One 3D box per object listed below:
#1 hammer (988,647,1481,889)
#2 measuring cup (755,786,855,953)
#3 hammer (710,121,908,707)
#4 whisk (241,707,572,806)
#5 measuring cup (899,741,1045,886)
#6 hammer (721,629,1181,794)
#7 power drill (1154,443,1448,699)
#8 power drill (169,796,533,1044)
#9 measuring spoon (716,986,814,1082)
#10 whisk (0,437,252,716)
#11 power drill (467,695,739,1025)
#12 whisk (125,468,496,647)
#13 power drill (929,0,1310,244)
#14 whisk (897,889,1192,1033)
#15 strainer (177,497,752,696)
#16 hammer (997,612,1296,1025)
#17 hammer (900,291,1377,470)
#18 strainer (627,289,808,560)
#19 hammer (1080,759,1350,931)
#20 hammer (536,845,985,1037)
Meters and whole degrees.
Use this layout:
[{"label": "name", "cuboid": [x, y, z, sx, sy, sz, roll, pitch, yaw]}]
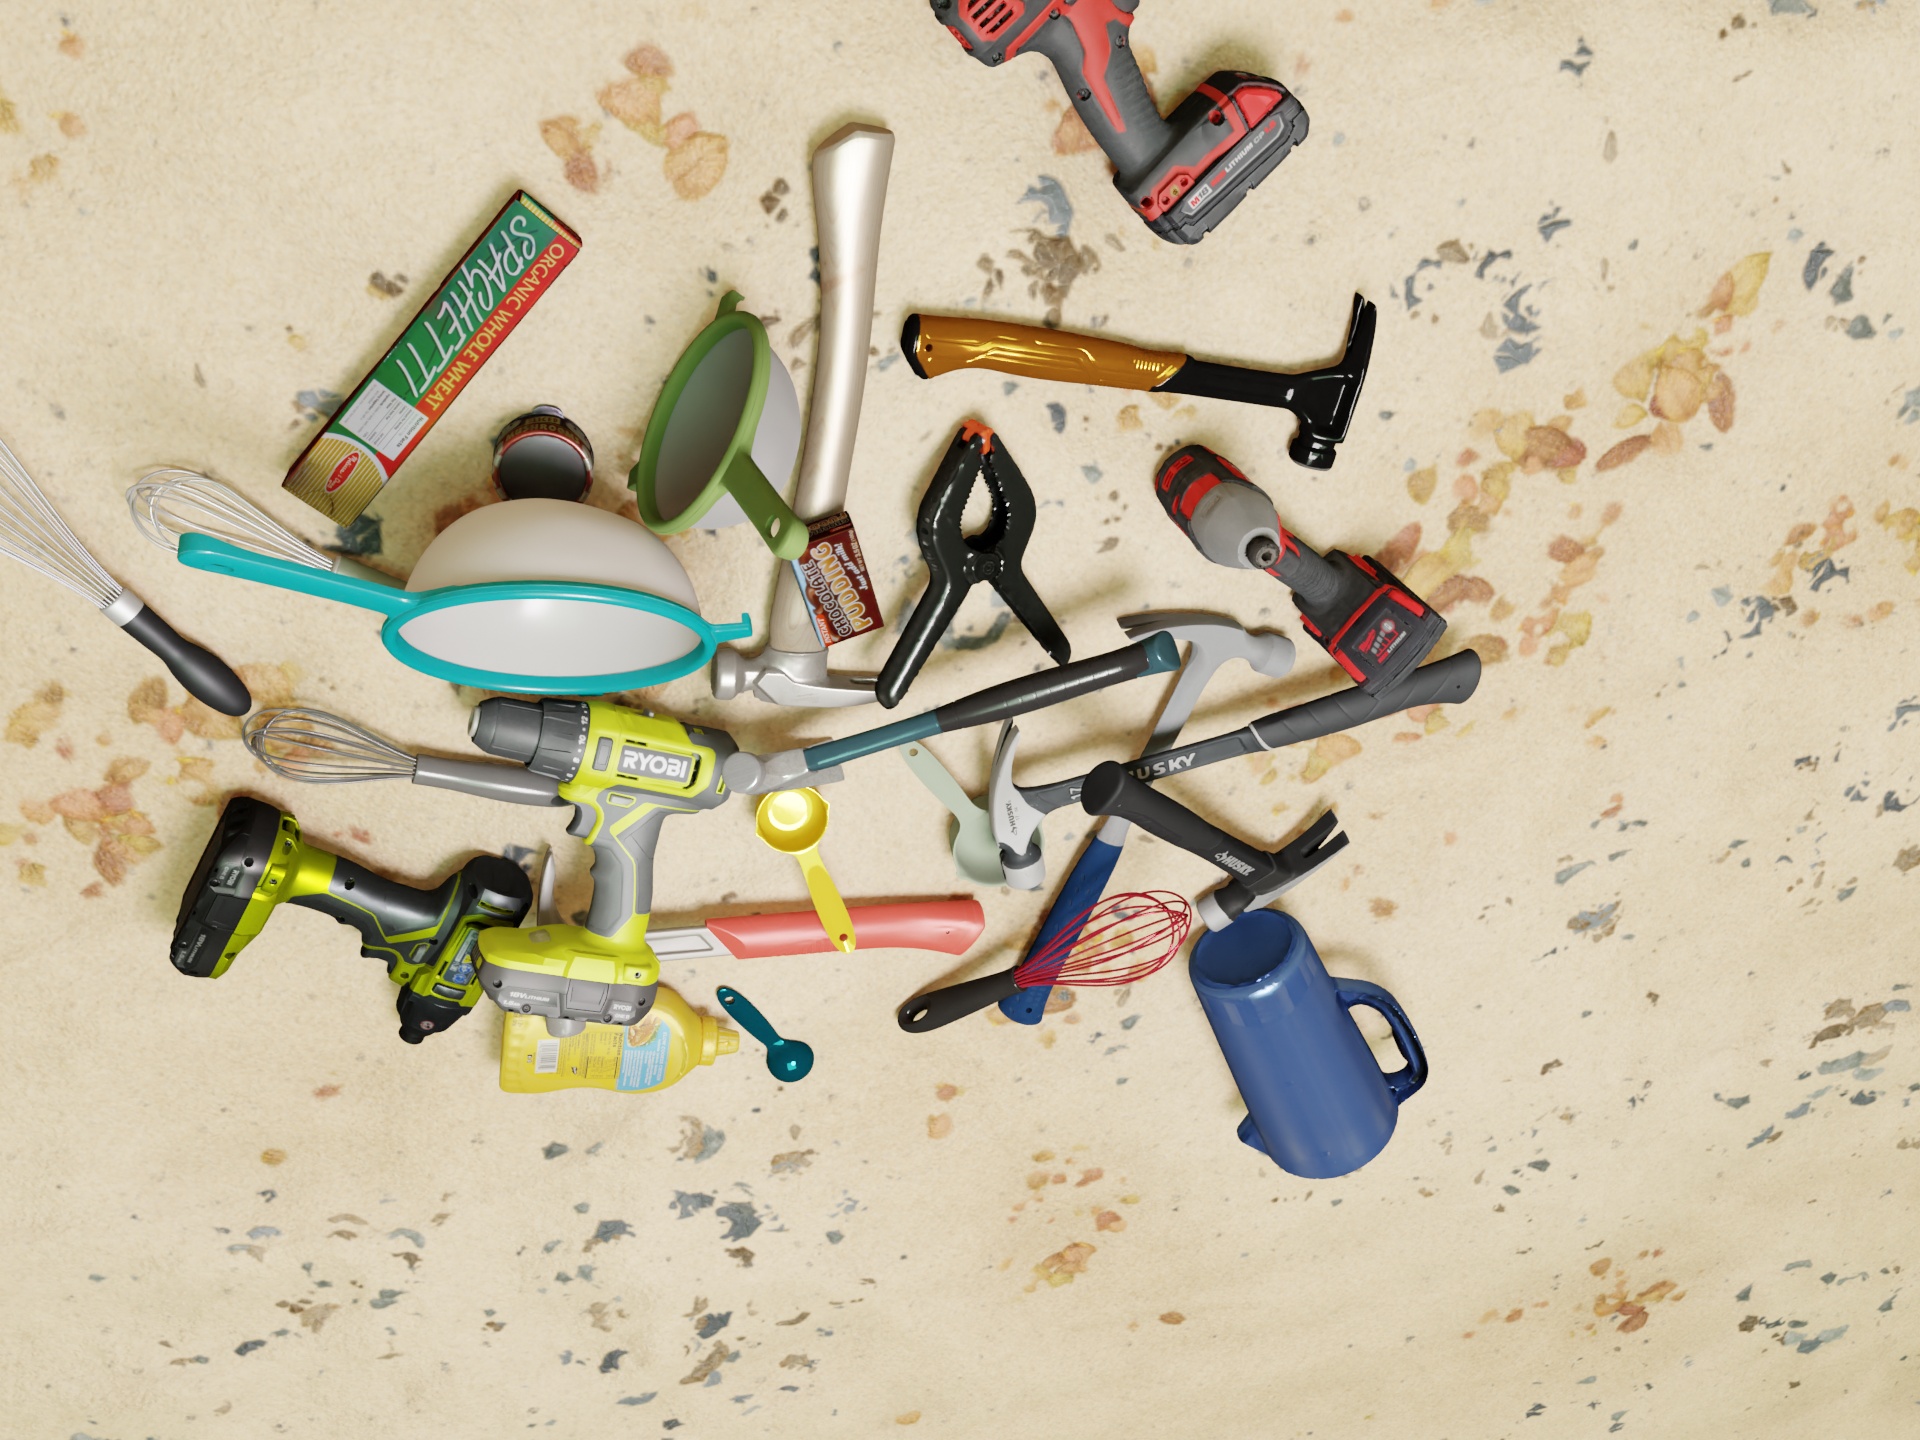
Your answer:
[{"label": "hammer", "cuboid": [0.216, 0.013, 1.249, 0.409, 0.036, 0.149, -17, 124, -6]}, {"label": "measuring cup", "cuboid": [-0.117, 0.116, 1.260, 0.062, 0.029, 0.156, -22, 112, -6]}, {"label": "hammer", "cuboid": [-0.081, -0.193, 1.093, 0.146, 0.038, 0.410, 2, 120, -16]}, {"label": "whisk", "cuboid": [-0.393, 0.032, 1.153, 0.238, 0.055, 0.055, 12, 117, -25]}, {"label": "measuring cup", "cuboid": [0.002, 0.064, 1.271, 0.083, 0.038, 0.167, -36, 118, 9]}, {"label": "hammer", "cuboid": [-0.002, -0.004, 1.155, 0.331, 0.128, 0.033, -17, 85, 7]}, {"label": "power drill", "cuboid": [0.246, -0.110, 1.160, 0.219, 0.143, 0.078, 30, 107, -30]}, {"label": "power drill", "cuboid": [-0.459, 0.157, 1.194, 0.223, 0.080, 0.171, 23, 112, -28]}, {"label": "measuring spoon", "cuboid": [-0.169, 0.273, 1.363, 0.042, 0.021, 0.128, -32, 124, 7]}, {"label": "whisk", "cuboid": [-0.567, -0.096, 1.026, 0.070, 0.070, 0.284, -33, 128, 7]}, {"label": "power drill", "cuboid": [-0.280, 0.096, 1.162, 0.190, 0.080, 0.228, 13, 96, -26]}, {"label": "whisk", "cuboid": [-0.428, -0.102, 1.064, 0.246, 0.058, 0.059, 24, 147, -28]}, {"label": "power drill", "cuboid": [0.116, -0.429, 0.975, 0.188, 0.080, 0.226, -43, 118, 13]}, {"label": "whisk", "cuboid": [0.065, 0.208, 1.320, 0.296, 0.073, 0.073, -26, 126, 28]}, {"label": "strainer", "cuboid": [-0.311, -0.100, 1.001, 0.211, 0.095, 0.340, -17, 159, 42]}, {"label": "hammer", "cuboid": [0.123, 0.088, 1.314, 0.144, 0.035, 0.405, 15, 116, -21]}, {"label": "hammer", "cuboid": [0.125, -0.252, 1.107, 0.336, 0.034, 0.127, 4, 121, -15]}, {"label": "strainer", "cuboid": [-0.123, -0.154, 0.982, 0.069, 0.257, 0.151, 20, 110, -36]}, {"label": "hammer", "cuboid": [0.191, 0.088, 1.246, 0.146, 0.035, 0.334, -35, 147, 18]}, {"label": "hammer", "cuboid": [-0.156, 0.164, 1.281, 0.359, 0.037, 0.149, -3, 101, -17]}]
